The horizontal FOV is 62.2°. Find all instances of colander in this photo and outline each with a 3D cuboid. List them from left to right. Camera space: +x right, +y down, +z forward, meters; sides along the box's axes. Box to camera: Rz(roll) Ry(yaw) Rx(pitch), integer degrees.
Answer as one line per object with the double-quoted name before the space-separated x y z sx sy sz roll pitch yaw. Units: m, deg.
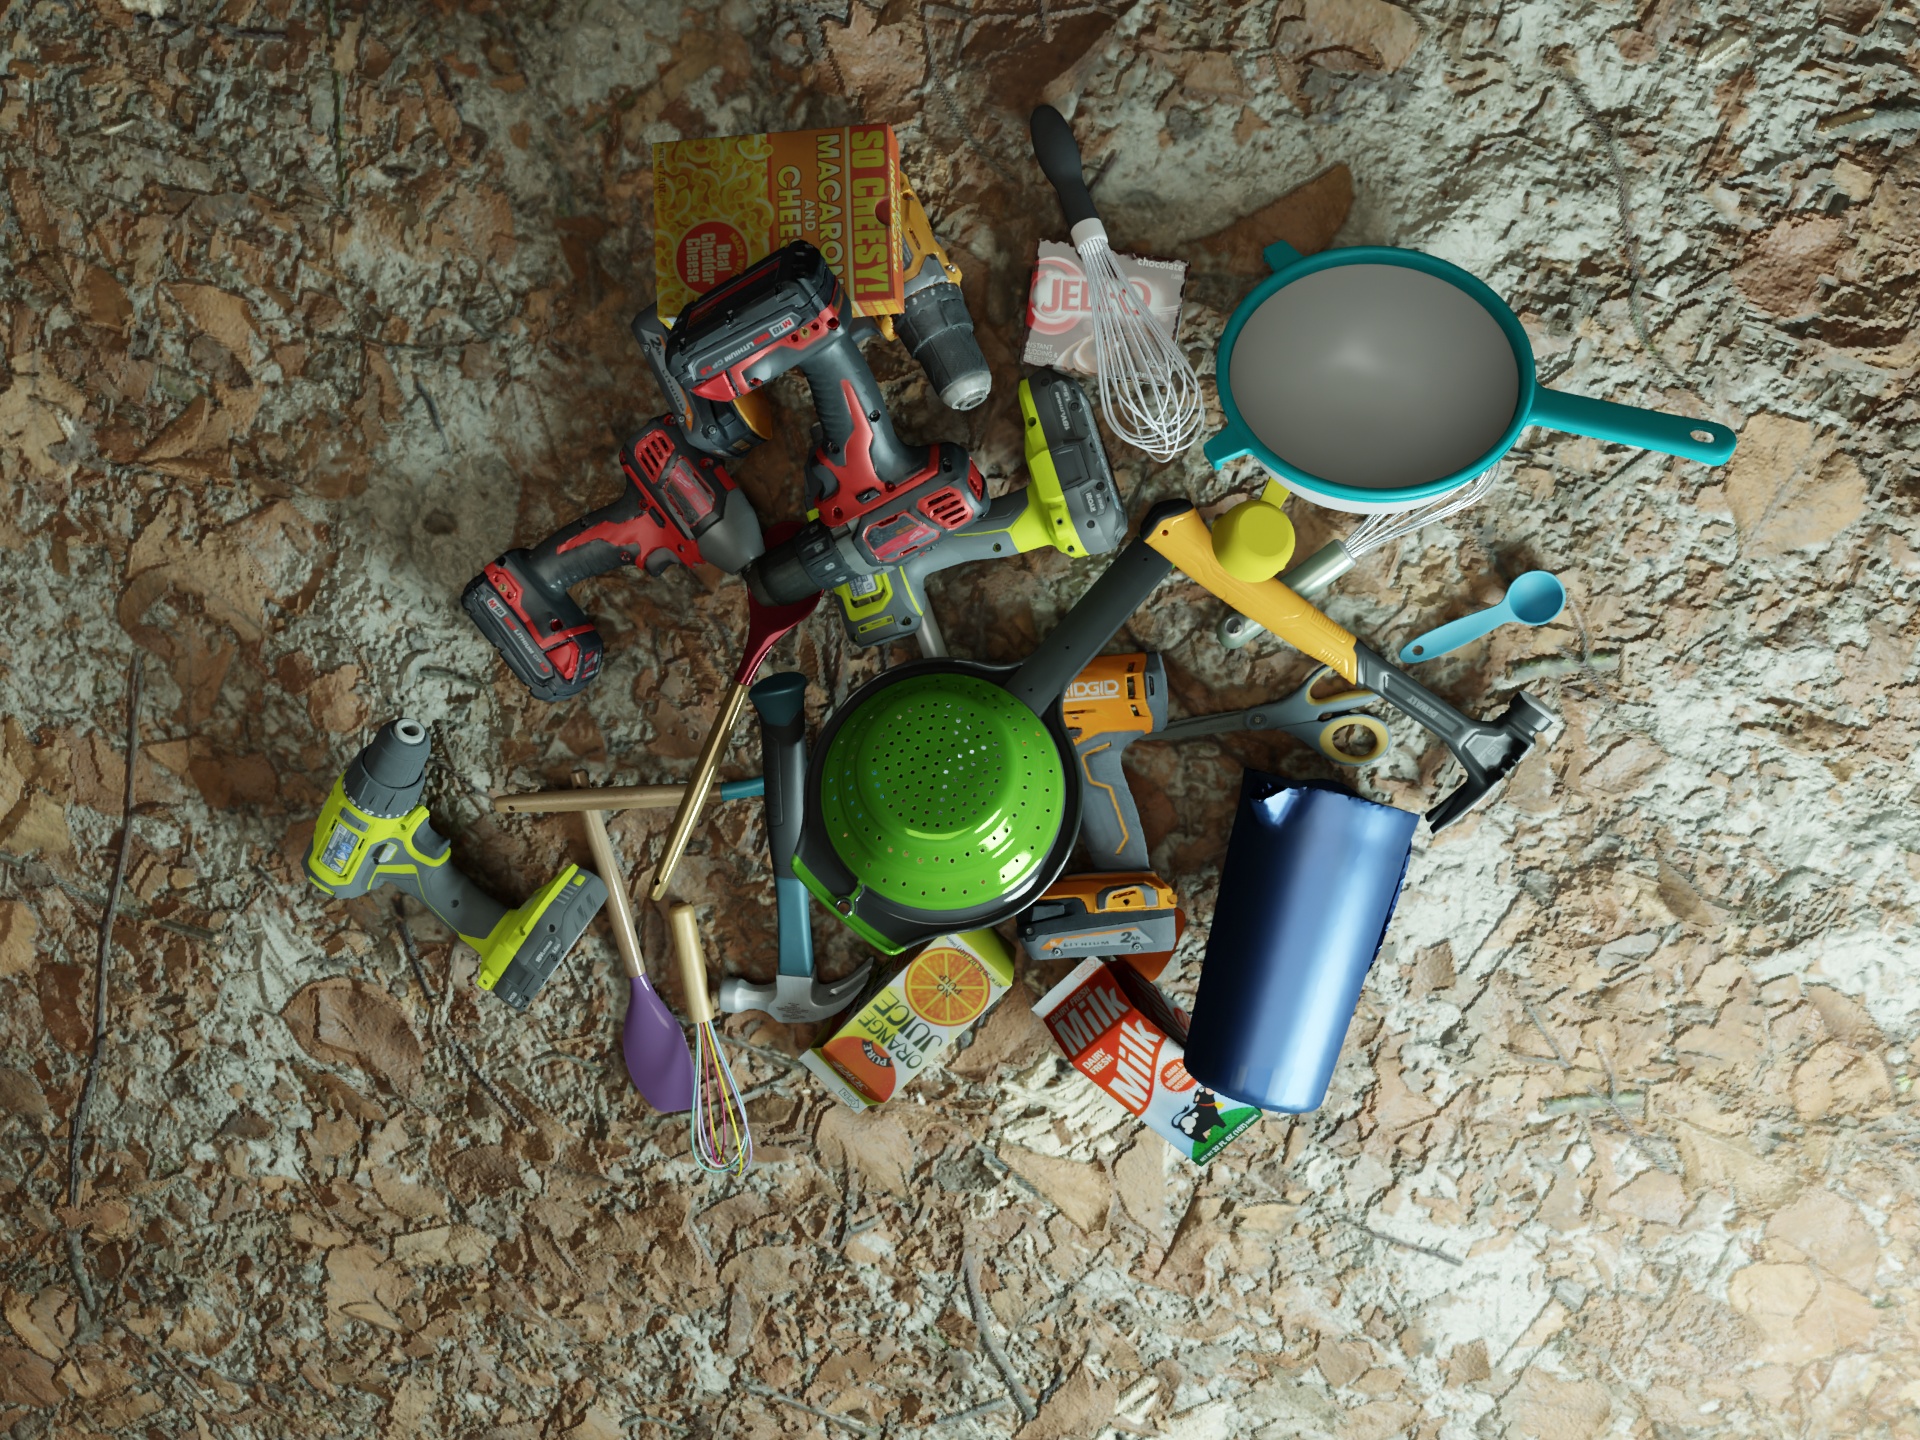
"colander" 0.039 -0.018 1.133 0.204 0.094 0.397 39 79 12

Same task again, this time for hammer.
"hammer" -0.135 0.108 1.246 0.128 0.033 0.330 5 123 7
"hammer" 0.270 -0.050 1.180 0.336 0.034 0.127 34 113 -8

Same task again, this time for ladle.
"ladle" -0.179 -0.005 1.238 0.069 0.031 0.315 24 93 17

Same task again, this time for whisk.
"whisk" -0.217 0.272 1.345 0.051 0.047 0.245 -10 100 -4
"whisk" 0.099 -0.306 1.099 0.070 0.070 0.285 -21 74 11
"whisk" 0.293 -0.130 1.183 0.246 0.059 0.058 -37 62 17

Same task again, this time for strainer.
"strainer" -0.002 -0.004 1.247 0.087 0.050 0.258 -20 97 -10
"strainer" 0.343 -0.204 1.097 0.340 0.095 0.211 15 67 11

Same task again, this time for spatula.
"spatula" -0.281 0.190 1.339 0.060 0.018 0.315 -9 105 11
"spatula" -0.218 0.064 1.275 0.317 0.044 0.082 -3 125 1
"spatula" 0.018 0.130 1.268 0.322 0.041 0.081 16 124 -6

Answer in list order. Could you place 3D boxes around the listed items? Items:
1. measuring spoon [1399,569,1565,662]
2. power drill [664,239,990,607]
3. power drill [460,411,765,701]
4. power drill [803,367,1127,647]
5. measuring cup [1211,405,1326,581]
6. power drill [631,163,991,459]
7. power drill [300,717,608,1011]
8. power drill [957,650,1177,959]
"measuring spoon" 0.392 -0.076 1.203 0.128 0.021 0.042 -26 102 21
"power drill" -0.109 -0.188 1.089 0.188 0.080 0.226 -25 123 18
"power drill" -0.258 -0.117 1.221 0.219 0.078 0.143 -37 94 10
"power drill" -0.003 -0.168 1.178 0.223 0.080 0.171 -18 88 13
"measuring cup" 0.233 -0.170 1.142 0.062 0.029 0.156 31 72 -4
"power drill" -0.100 -0.270 1.147 0.226 0.084 0.185 -28 84 10
"power drill" -0.406 0.114 1.279 0.228 0.080 0.190 36 125 -5
"power drill" 0.081 0.064 1.206 0.164 0.084 0.226 -4 83 1
